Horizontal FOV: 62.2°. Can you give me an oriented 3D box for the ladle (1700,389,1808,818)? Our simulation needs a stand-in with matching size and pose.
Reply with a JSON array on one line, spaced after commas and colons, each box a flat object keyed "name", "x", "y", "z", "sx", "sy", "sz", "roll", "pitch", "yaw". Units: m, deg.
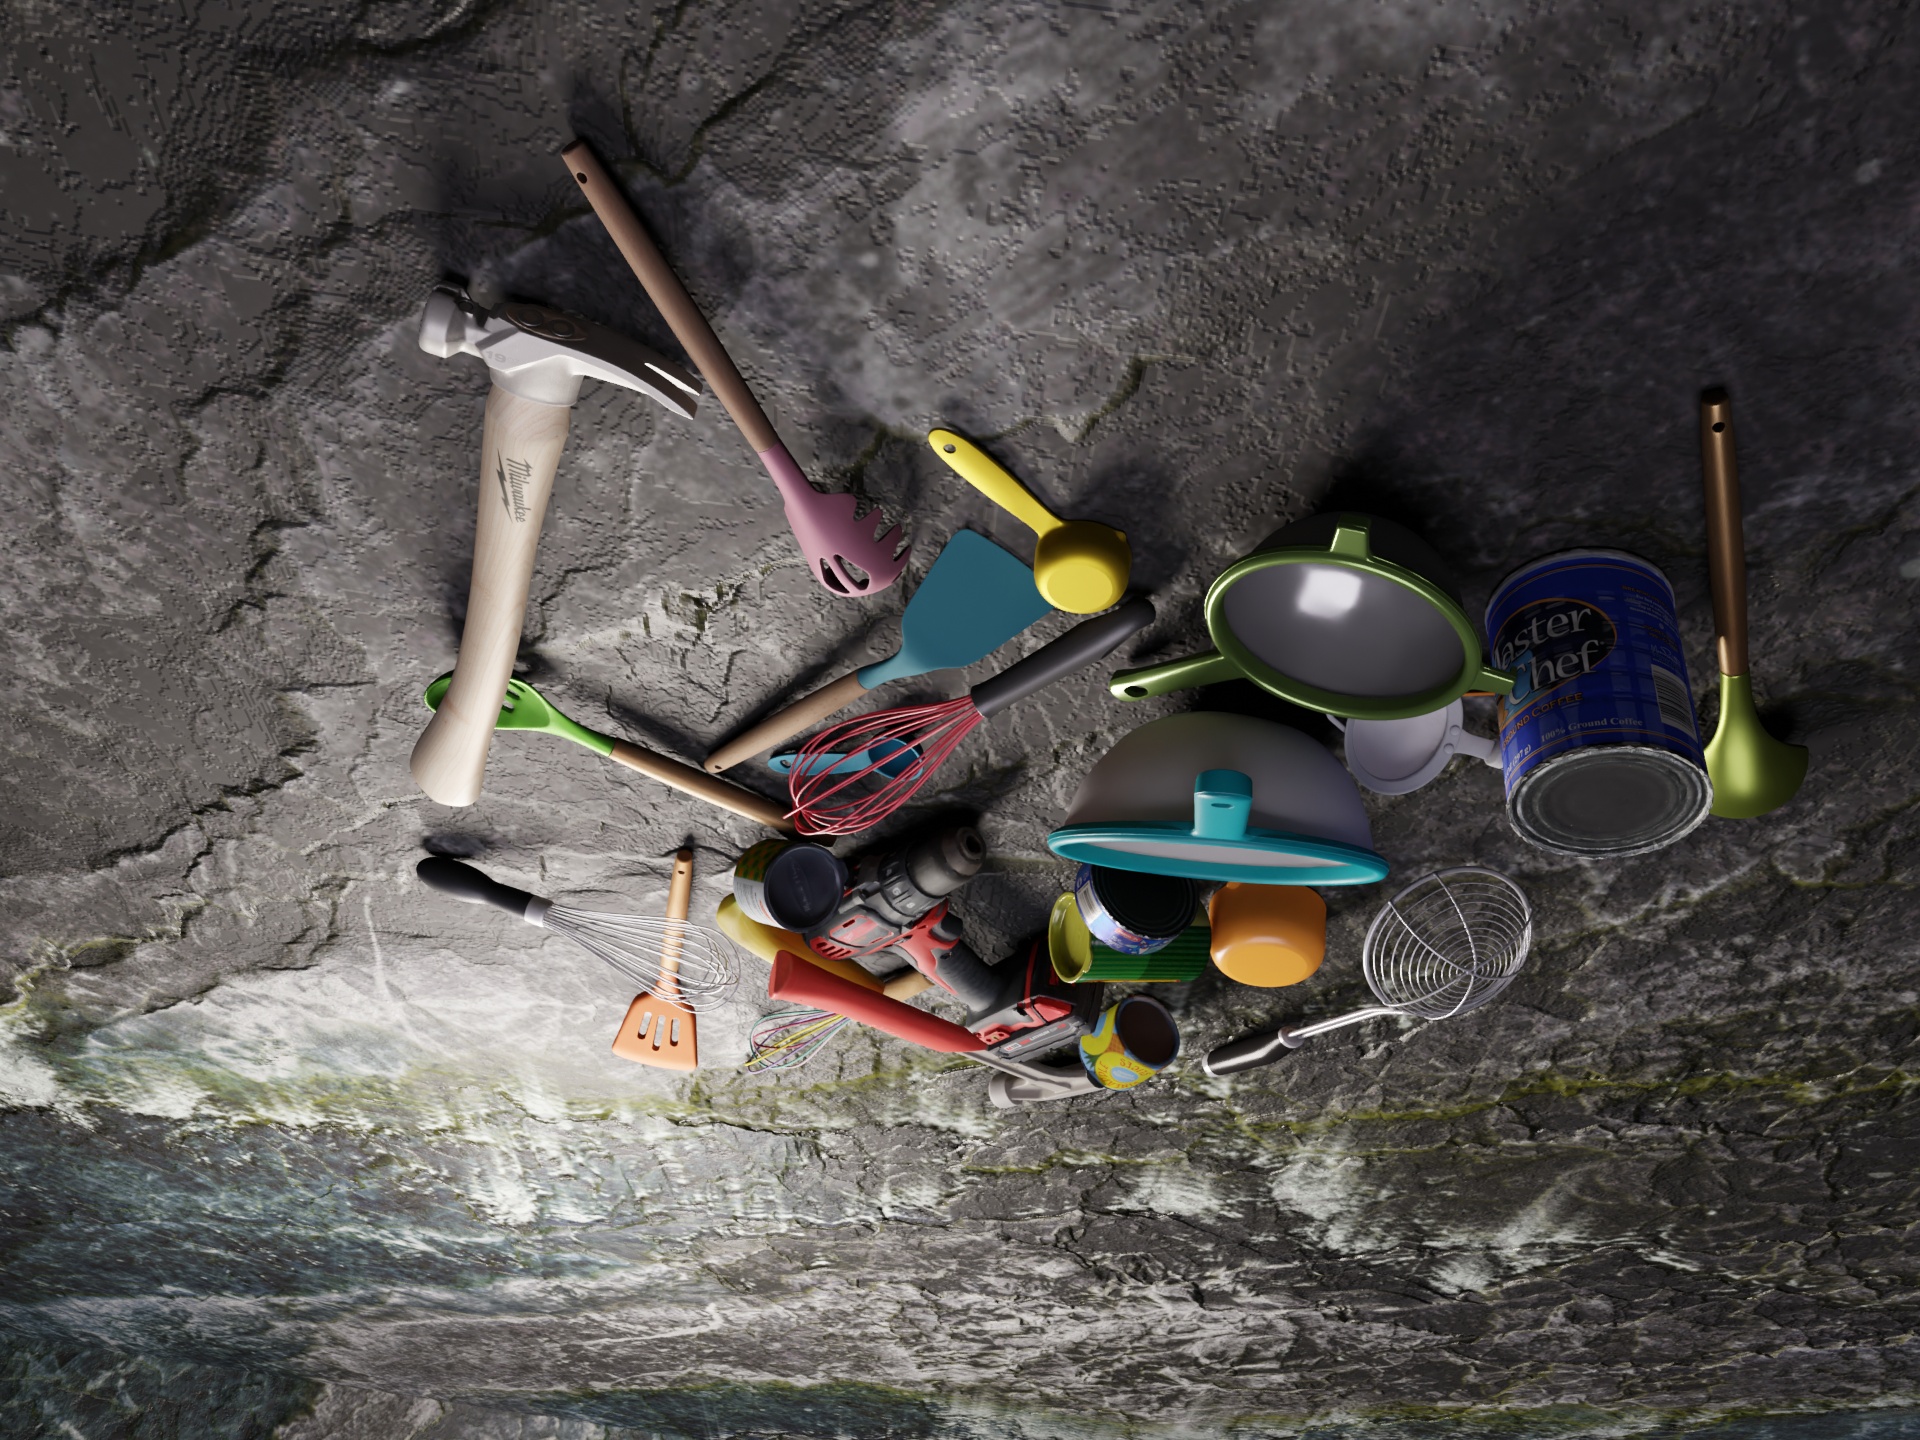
[{"name": "ladle", "x": 0.430, "y": -0.057, "z": 0.891, "sx": 0.078, "sy": 0.062, "sz": 0.319, "roll": -9, "pitch": 132, "yaw": 21}]

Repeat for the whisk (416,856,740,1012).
[{"name": "whisk", "x": -0.310, "y": 0.166, "z": 1.283, "sx": 0.284, "sy": 0.070, "sz": 0.070, "roll": 19, "pitch": 143, "yaw": 7}]

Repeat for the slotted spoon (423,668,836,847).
[{"name": "slotted spoon", "x": -0.227, "y": 0.029, "z": 1.138, "sx": 0.313, "sy": 0.031, "sz": 0.070, "roll": 25, "pitch": 139, "yaw": -22}]

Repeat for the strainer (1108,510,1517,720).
[{"name": "strainer", "x": 0.185, "y": -0.060, "z": 0.922, "sx": 0.151, "sy": 0.069, "sz": 0.256, "roll": 37, "pitch": 151, "yaw": -26}]

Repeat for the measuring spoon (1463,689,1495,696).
[{"name": "measuring spoon", "x": 0.317, "y": -0.014, "z": 0.955, "sx": 0.117, "sy": 0.021, "sz": 0.011, "roll": -4, "pitch": 105, "yaw": -10}]

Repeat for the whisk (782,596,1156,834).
[{"name": "whisk", "x": -0.002, "y": -0.003, "z": 1.010, "sx": 0.296, "sy": 0.073, "sz": 0.073, "roll": -30, "pitch": 129, "yaw": 26}]

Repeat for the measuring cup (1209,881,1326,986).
[{"name": "measuring cup", "x": 0.199, "y": 0.177, "z": 1.217, "sx": 0.173, "sy": 0.052, "sz": 0.095, "roll": -25, "pitch": 131, "yaw": 34}]

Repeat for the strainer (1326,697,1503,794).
[{"name": "strainer", "x": 0.330, "y": 0.019, "z": 1.000, "sx": 0.258, "sy": 0.050, "sz": 0.087, "roll": 16, "pitch": 98, "yaw": -17}]

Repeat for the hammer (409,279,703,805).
[{"name": "hammer", "x": -0.274, "y": -0.076, "z": 0.973, "sx": 0.146, "sy": 0.038, "sz": 0.410, "roll": 17, "pitch": 136, "yaw": -12}]

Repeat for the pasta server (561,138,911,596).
[{"name": "pasta server", "x": -0.116, "y": -0.175, "z": 0.856, "sx": 0.060, "sy": 0.040, "sz": 0.315, "roll": -12, "pitch": 134, "yaw": 24}]

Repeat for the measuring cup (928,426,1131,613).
[{"name": "measuring cup", "x": 0.037, "y": -0.111, "z": 0.900, "sx": 0.062, "sy": 0.029, "sz": 0.156, "roll": -26, "pitch": 132, "yaw": 37}]

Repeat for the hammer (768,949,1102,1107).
[{"name": "hammer", "x": -0.016, "y": 0.261, "z": 1.339, "sx": 0.149, "sy": 0.037, "sz": 0.358, "roll": -23, "pitch": 142, "yaw": 35}]

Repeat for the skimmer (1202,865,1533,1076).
[{"name": "skimmer", "x": 0.300, "y": 0.211, "z": 1.261, "sx": 0.127, "sy": 0.090, "sz": 0.363, "roll": 19, "pitch": 151, "yaw": -18}]

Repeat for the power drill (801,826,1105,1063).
[{"name": "power drill", "x": 0.011, "y": 0.167, "z": 1.229, "sx": 0.226, "sy": 0.080, "sz": 0.188, "roll": 34, "pitch": 136, "yaw": -24}]

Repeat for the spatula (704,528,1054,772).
[{"name": "spatula", "x": -0.074, "y": -0.027, "z": 1.039, "sx": 0.082, "sy": 0.044, "sz": 0.317, "roll": 33, "pitch": 141, "yaw": -29}]

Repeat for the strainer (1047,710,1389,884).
[{"name": "strainer", "x": 0.155, "y": 0.032, "z": 0.942, "sx": 0.211, "sy": 0.095, "sz": 0.340, "roll": 4, "pitch": 168, "yaw": 9}]

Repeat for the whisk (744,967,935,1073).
[{"name": "whisk", "x": -0.107, "y": 0.259, "z": 1.403, "sx": 0.245, "sy": 0.051, "sz": 0.047, "roll": -31, "pitch": 149, "yaw": 34}]

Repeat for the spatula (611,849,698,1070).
[{"name": "spatula", "x": -0.249, "y": 0.208, "z": 1.358, "sx": 0.081, "sy": 0.041, "sz": 0.322, "roll": 13, "pitch": 141, "yaw": -4}]

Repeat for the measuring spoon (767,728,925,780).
[{"name": "measuring spoon", "x": -0.079, "y": 0.022, "z": 1.111, "sx": 0.129, "sy": 0.021, "sz": 0.042, "roll": -4, "pitch": 131, "yaw": 30}]
